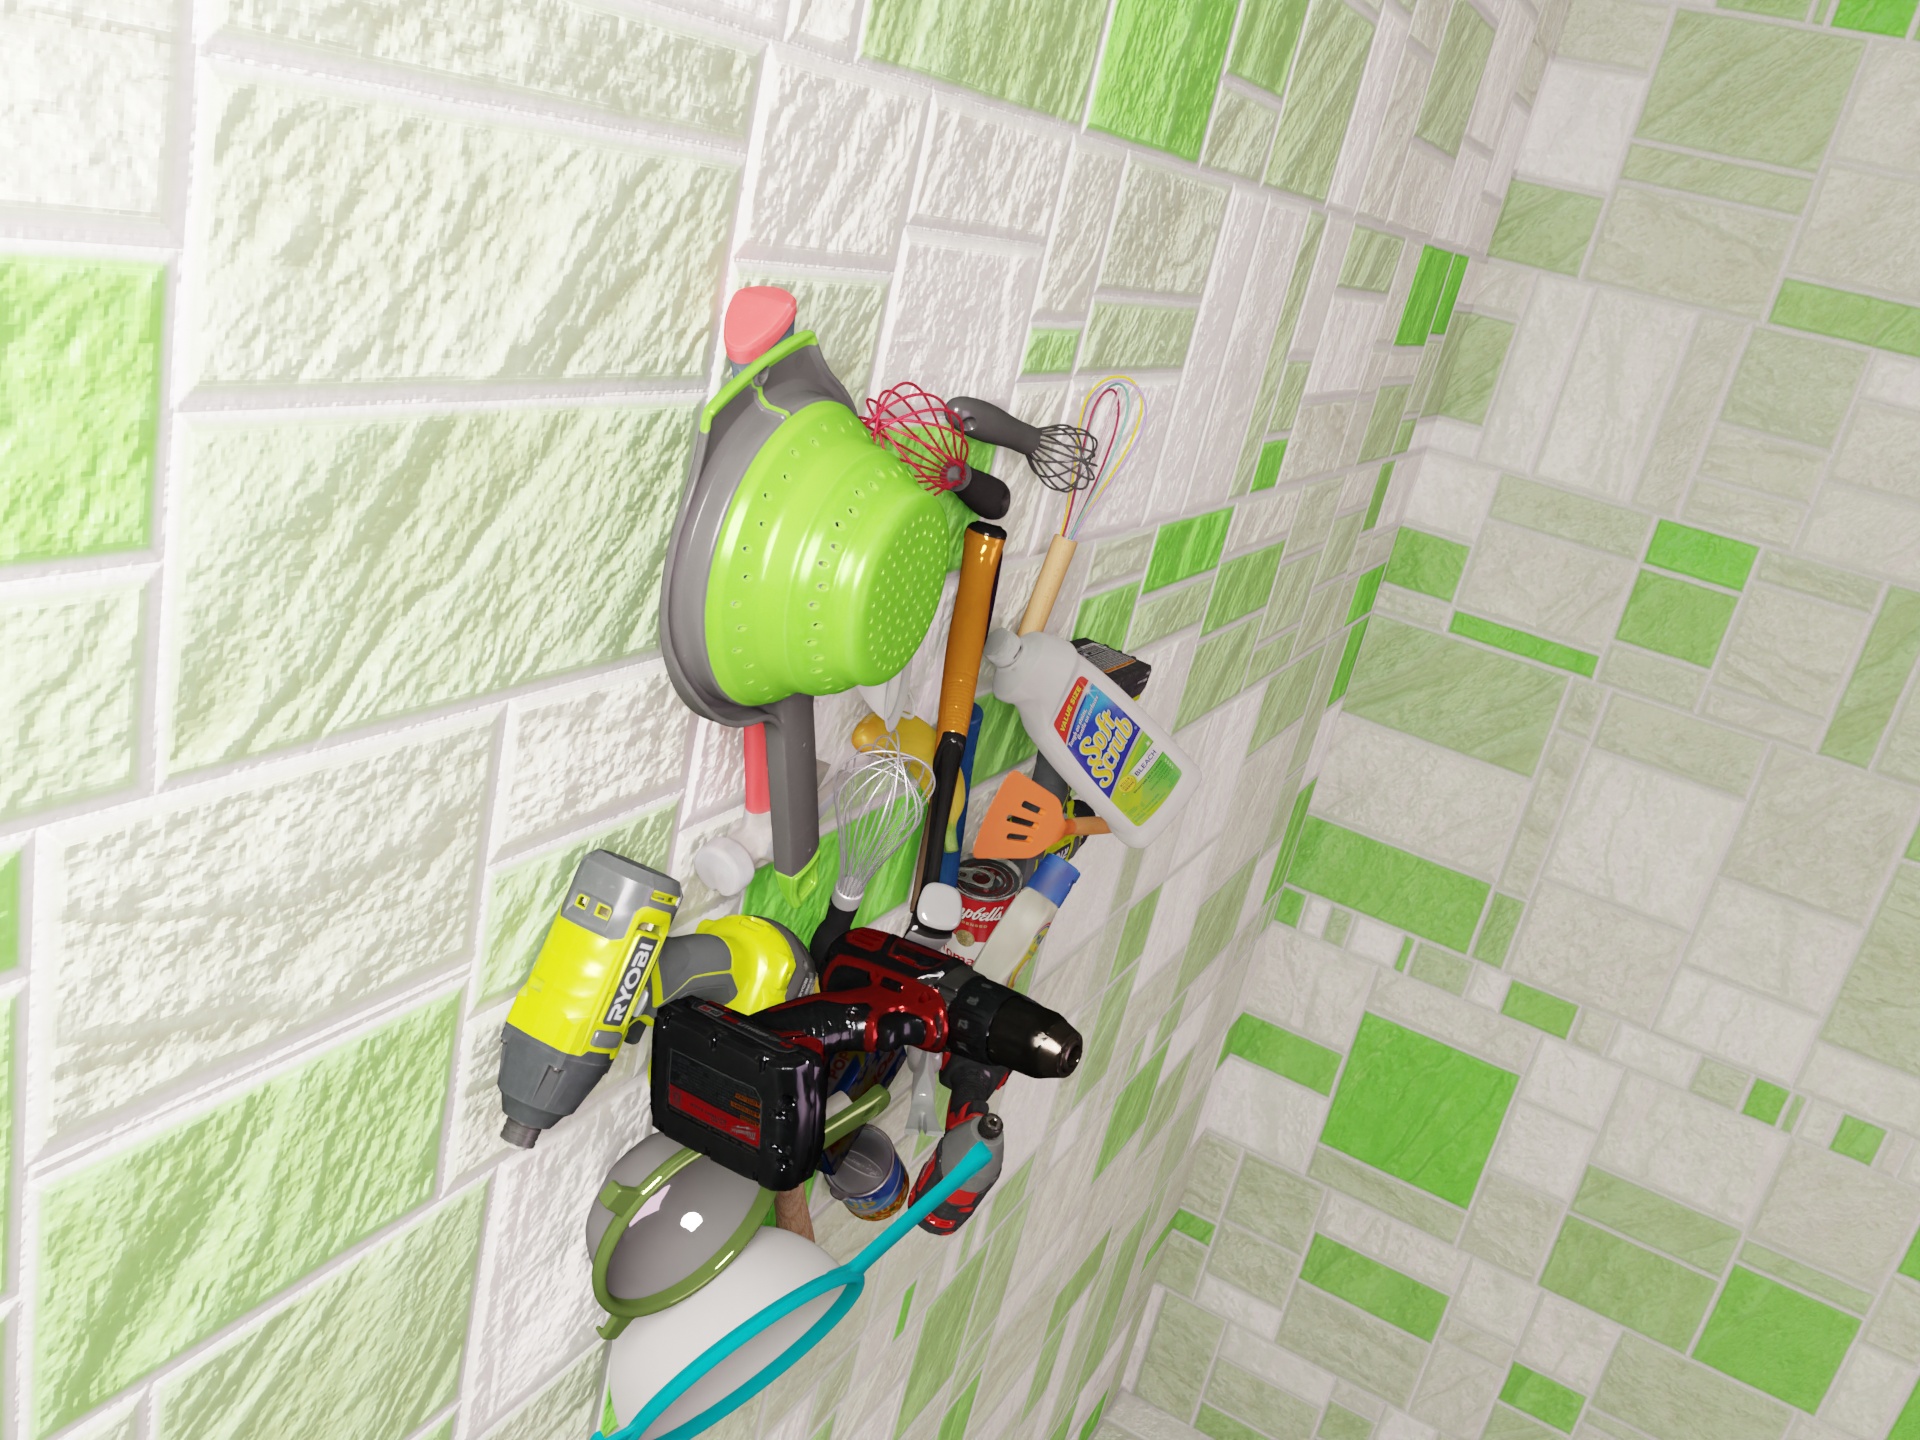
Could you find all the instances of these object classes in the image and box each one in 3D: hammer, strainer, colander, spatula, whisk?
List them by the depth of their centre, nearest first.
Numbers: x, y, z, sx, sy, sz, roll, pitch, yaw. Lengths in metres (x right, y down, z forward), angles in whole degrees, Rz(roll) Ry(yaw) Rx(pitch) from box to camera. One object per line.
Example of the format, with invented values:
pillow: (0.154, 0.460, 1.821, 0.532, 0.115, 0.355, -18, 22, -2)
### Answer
colander: (-0.071, -0.021, 0.927, 0.204, 0.094, 0.396, -51, 153, -43)
hammer: (-0.110, -0.077, 0.968, 0.143, 0.038, 0.386, -45, 148, -47)
strainer: (-0.045, -0.064, 1.062, 0.258, 0.050, 0.087, 103, 0, -65)
whisk: (-0.008, -0.174, 1.098, 0.073, 0.073, 0.295, -70, 164, 3)
strainer: (-0.162, 0.305, 1.108, 0.256, 0.069, 0.151, -24, 136, -40)
whisk: (-0.075, 0.106, 1.142, 0.070, 0.070, 0.284, -49, 167, -40)
hammer: (-0.006, 0.007, 1.157, 0.127, 0.034, 0.337, 125, -24, -64)
strainer: (-0.132, 0.402, 1.183, 0.340, 0.095, 0.210, -39, 157, -6)
whisk: (0.047, -0.213, 1.209, 0.239, 0.055, 0.055, 4, 106, -62)
spatula: (-0.002, -0.004, 1.221, 0.059, 0.018, 0.316, 56, 43, -63)
hammer: (-0.141, 0.424, 1.328, 0.130, 0.031, 0.331, -30, 148, -24)
whisk: (0.095, -0.178, 1.363, 0.047, 0.051, 0.245, 7, 109, -46)
hammer: (-0.016, 0.176, 1.373, 0.144, 0.035, 0.405, -91, -174, -64)
spatula: (0.099, 0.092, 1.452, 0.081, 0.041, 0.322, -66, 159, 7)

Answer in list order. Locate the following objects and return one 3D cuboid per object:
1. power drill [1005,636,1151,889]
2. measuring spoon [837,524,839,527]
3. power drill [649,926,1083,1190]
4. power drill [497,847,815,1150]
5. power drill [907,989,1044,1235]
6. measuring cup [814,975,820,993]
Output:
power drill: (0.105, 0.042, 1.531, 0.190, 0.080, 0.228, -21, 131, -60)
measuring spoon: (-0.072, -0.150, 1.015, 0.034, 0.018, 0.124, -56, 155, -27)
power drill: (-0.053, 0.198, 0.958, 0.226, 0.188, 0.080, -15, 115, -52)
power drill: (-0.188, 0.181, 0.978, 0.171, 0.080, 0.223, -67, 154, -6)
power drill: (0.015, 0.353, 1.478, 0.220, 0.078, 0.143, -73, -172, -55)
measuring cup: (-0.116, 0.248, 1.284, 0.156, 0.029, 0.062, -61, 160, 13)
